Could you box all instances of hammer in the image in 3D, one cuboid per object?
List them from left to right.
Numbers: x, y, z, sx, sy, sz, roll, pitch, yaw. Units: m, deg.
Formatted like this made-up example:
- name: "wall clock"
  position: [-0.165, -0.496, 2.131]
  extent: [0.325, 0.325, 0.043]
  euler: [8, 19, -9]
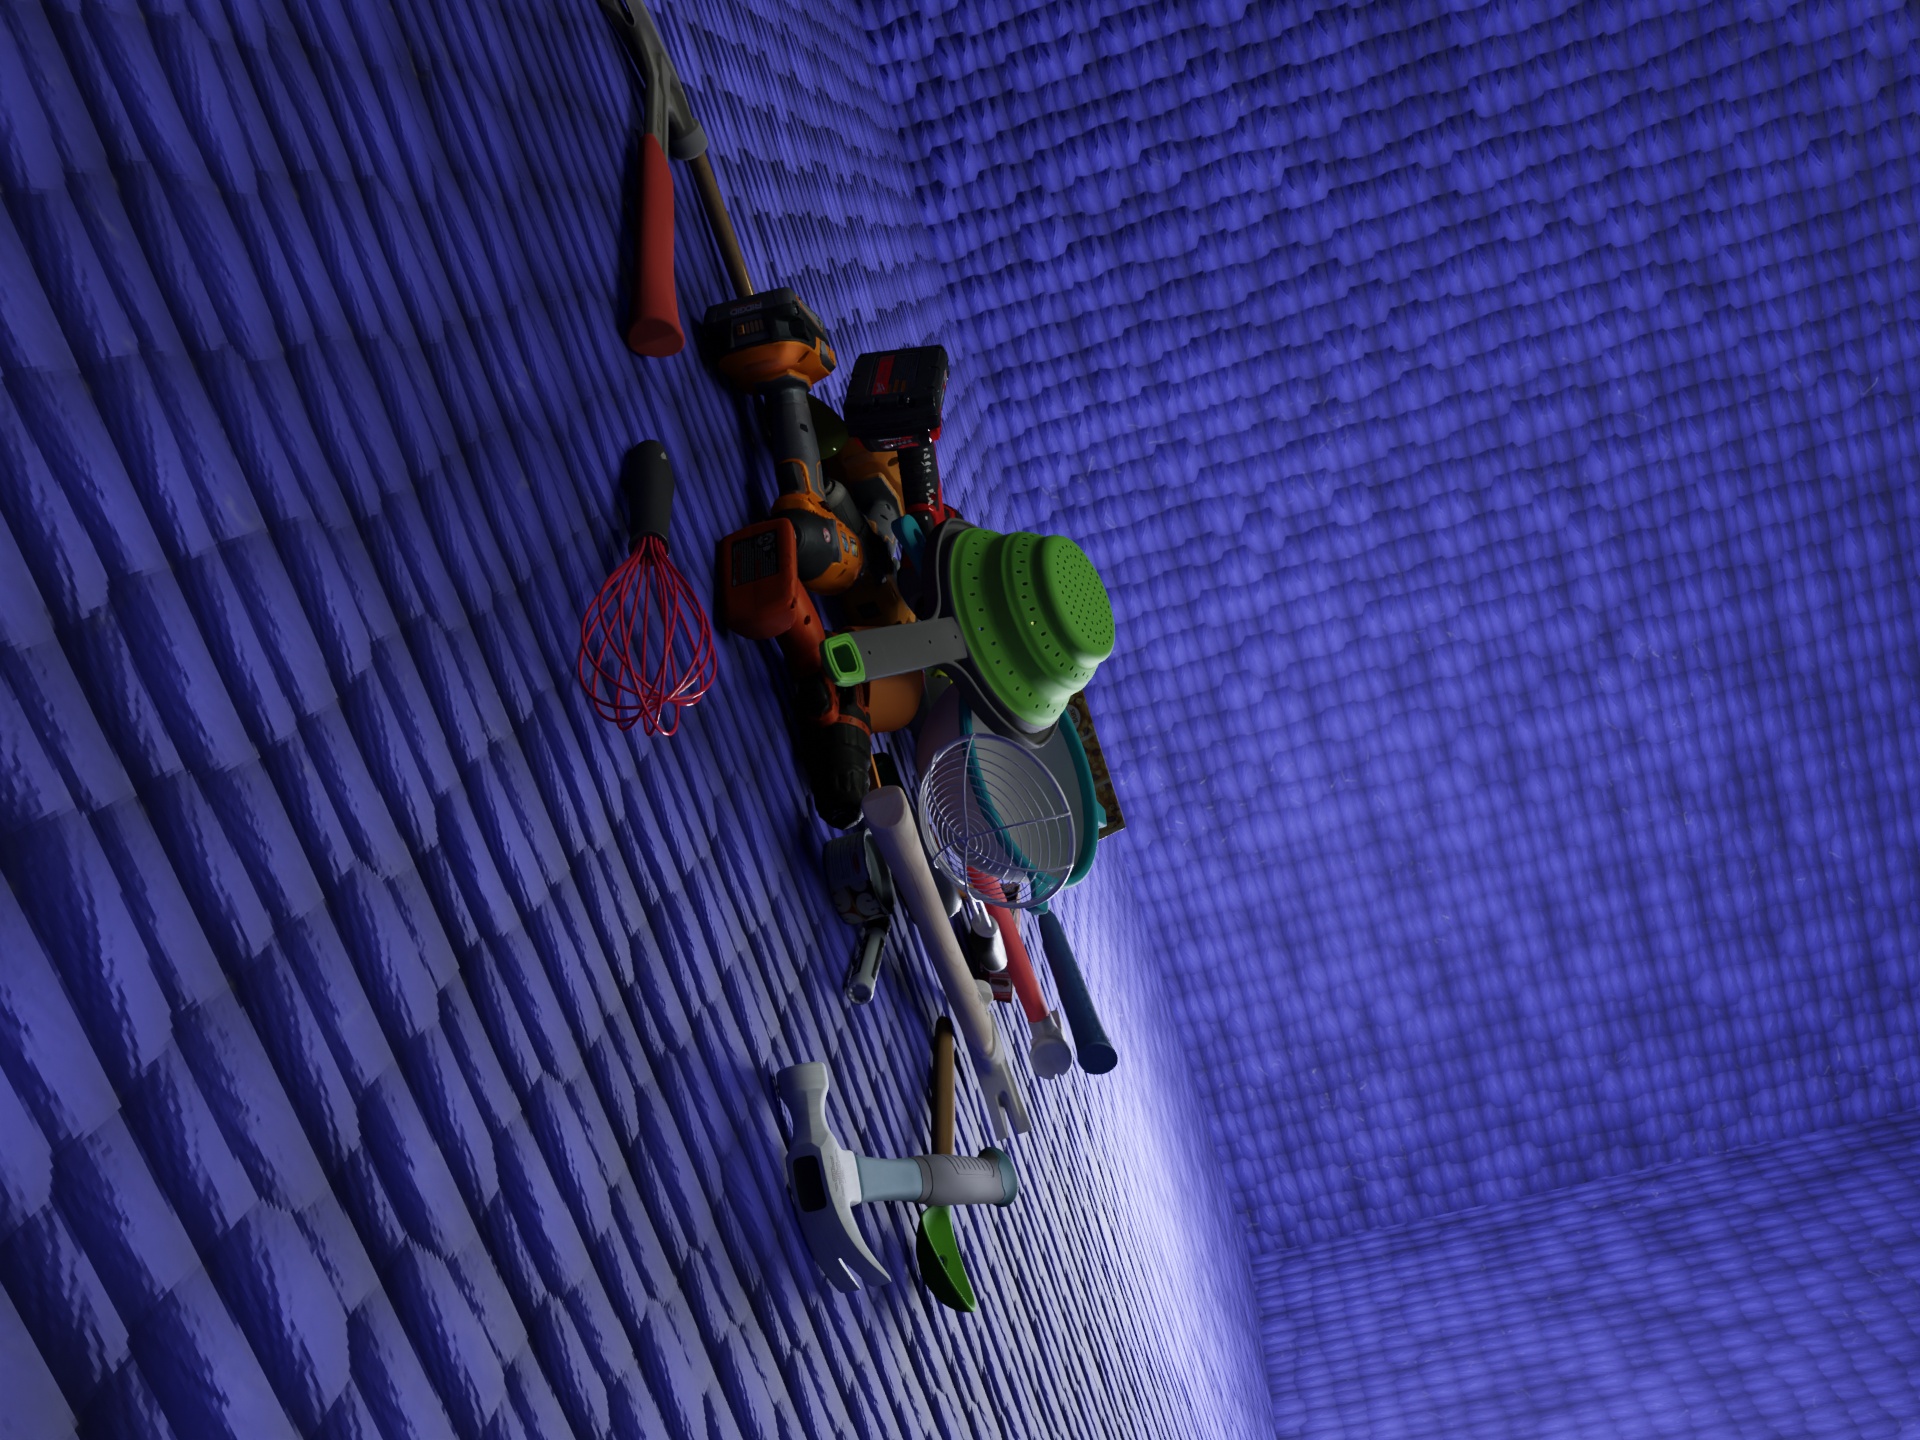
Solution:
- name: "hammer"
  position: [-0.225, -0.392, 1.152]
  extent: [0.149, 0.036, 0.359]
  euler: [63, 14, -48]
- name: "hammer"
  position: [-0.029, 0.300, 1.046]
  extent: [0.330, 0.033, 0.128]
  euler: [36, 40, -64]
- name: "hammer"
  position: [-0.010, 0.188, 1.242]
  extent: [0.410, 0.038, 0.146]
  euler: [72, -1, -52]
- name: "hammer"
  position: [0.017, 0.131, 1.455]
  extent: [0.143, 0.038, 0.386]
  euler: [-95, 164, -83]
- name: "hammer"
  position: [0.086, 0.190, 1.552]
  extent: [0.143, 0.035, 0.406]
  euler: [58, 7, -34]

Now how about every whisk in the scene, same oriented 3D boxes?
- name: "whisk"
  position: [-0.175, -0.086, 0.889]
  extent: [0.296, 0.073, 0.073]
  euler: [-104, 173, -54]

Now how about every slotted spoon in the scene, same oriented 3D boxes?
- name: "slotted spoon"
  position: [-0.013, 0.326, 1.213]
  extent: [0.070, 0.031, 0.314]
  euler: [59, 13, -23]

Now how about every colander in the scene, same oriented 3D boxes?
- name: "colander"
  position: [0.026, -0.076, 1.233]
  extent: [0.397, 0.094, 0.204]
  euler: [-16, 85, -62]

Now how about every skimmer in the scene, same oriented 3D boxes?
- name: "skimmer"
  position: [0.034, 0.119, 1.209]
  extent: [0.127, 0.090, 0.363]
  euler: [39, -13, 18]

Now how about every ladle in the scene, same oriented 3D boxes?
- name: "ladle"
  position: [-0.175, -0.374, 1.359]
  extent: [0.078, 0.062, 0.320]
  euler: [-15, -85, 69]

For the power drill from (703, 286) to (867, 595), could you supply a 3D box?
- name: "power drill"
  position: [-0.136, -0.215, 1.247]
  extent: [0.164, 0.084, 0.226]
  euler: [2, 77, -80]

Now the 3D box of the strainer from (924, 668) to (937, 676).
- name: "strainer"
  position: [-0.003, 0.003, 1.644]
  extent: [0.069, 0.151, 0.257]
  euler: [29, 17, -37]

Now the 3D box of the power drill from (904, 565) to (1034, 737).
- name: "power drill"
  position: [0.006, -0.071, 1.540]
  extent: [0.171, 0.080, 0.223]
  euler: [22, 54, -19]

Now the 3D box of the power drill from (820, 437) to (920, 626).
- name: "power drill"
  position: [-0.092, -0.193, 1.477]
  extent: [0.226, 0.084, 0.185]
  euler: [-90, 160, -46]

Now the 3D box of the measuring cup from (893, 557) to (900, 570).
- name: "measuring cup"
  position: [-0.063, -0.091, 1.571]
  extent: [0.083, 0.038, 0.168]
  euler: [59, 16, -57]

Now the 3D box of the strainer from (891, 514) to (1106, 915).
- name: "strainer"
  position: [-0.002, -0.004, 1.338]
  extent: [0.340, 0.095, 0.211]
  euler: [63, 28, -10]

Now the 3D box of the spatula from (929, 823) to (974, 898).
- name: "spatula"
  position: [0.000, 0.156, 1.524]
  extent: [0.322, 0.041, 0.081]
  euler: [39, 32, -76]

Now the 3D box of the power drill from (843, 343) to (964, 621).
- name: "power drill"
  position: [-0.037, -0.197, 1.366]
  extent: [0.143, 0.078, 0.219]
  euler: [-83, 166, -51]

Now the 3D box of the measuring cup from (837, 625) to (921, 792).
- name: "measuring cup"
  position: [-0.057, 0.006, 1.271]
  extent: [0.095, 0.052, 0.174]
  euler: [-41, -122, 59]
